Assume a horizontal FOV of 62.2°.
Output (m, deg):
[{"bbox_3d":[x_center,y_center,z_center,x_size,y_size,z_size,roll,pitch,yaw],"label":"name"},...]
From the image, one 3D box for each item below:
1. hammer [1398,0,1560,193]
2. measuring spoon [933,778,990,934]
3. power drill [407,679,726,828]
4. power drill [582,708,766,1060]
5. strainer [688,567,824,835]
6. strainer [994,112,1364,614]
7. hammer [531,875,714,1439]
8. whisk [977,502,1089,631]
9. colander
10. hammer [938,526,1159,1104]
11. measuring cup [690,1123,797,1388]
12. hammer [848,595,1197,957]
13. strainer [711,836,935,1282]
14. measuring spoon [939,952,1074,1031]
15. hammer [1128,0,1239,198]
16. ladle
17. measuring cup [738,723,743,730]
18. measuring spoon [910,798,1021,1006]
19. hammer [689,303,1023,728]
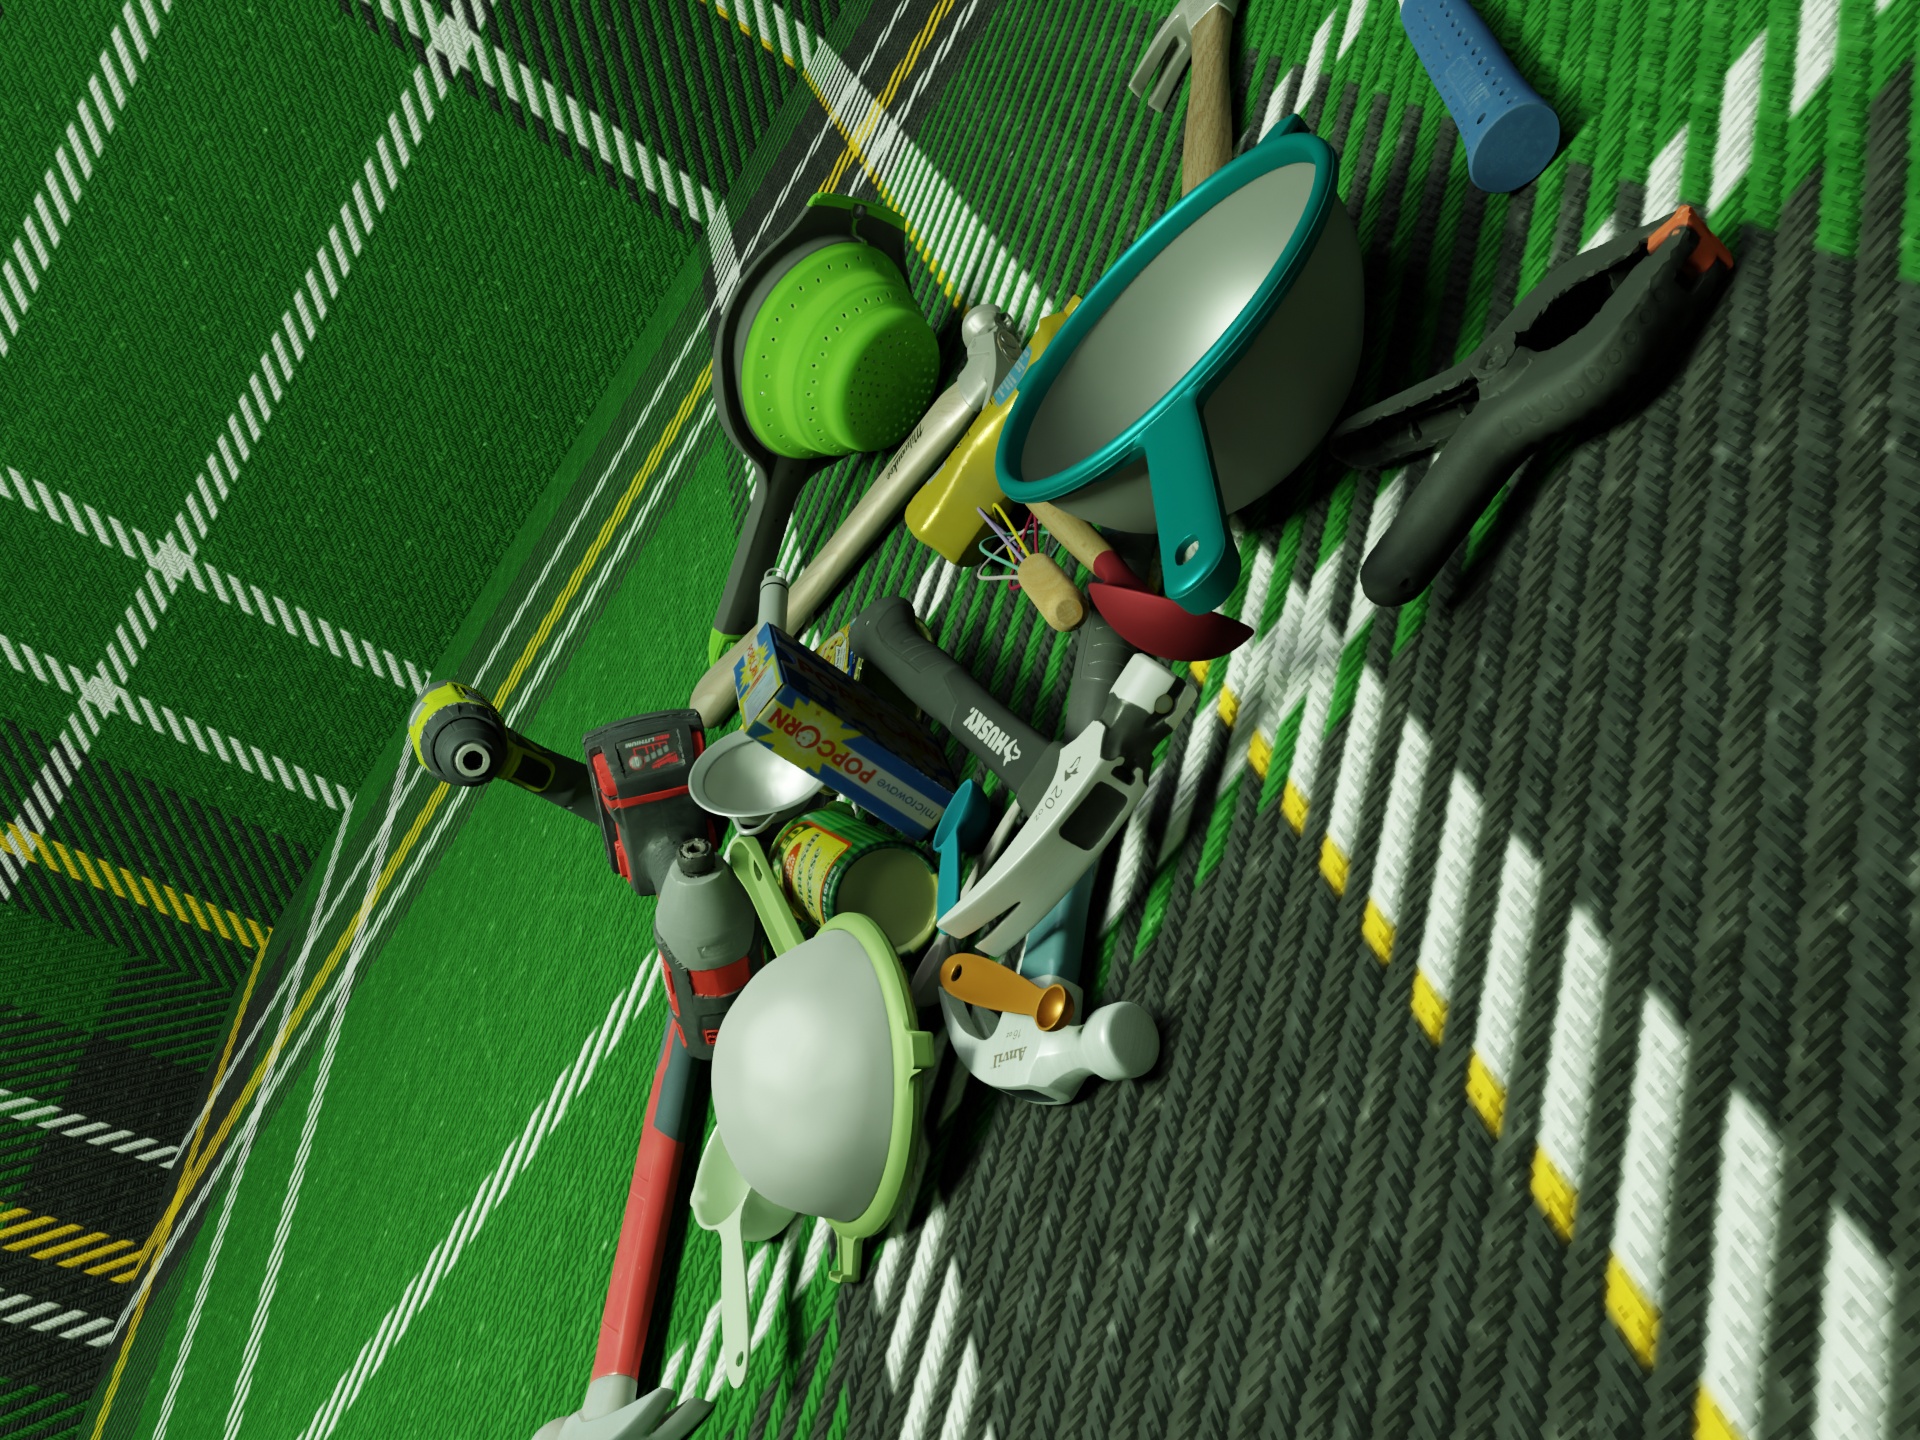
[{"bbox_3d":[0.243,-0.386,0.831,0.144,0.035,0.406,-45,29,33],"label":"hammer"},{"bbox_3d":[0.003,0.073,0.796,0.042,0.021,0.129,-58,12,23],"label":"measuring spoon"},{"bbox_3d":[-0.294,0.048,1.173,0.080,0.228,0.191,-62,24,-3],"label":"power drill"},{"bbox_3d":[-0.172,0.090,0.980,0.220,0.078,0.143,-124,26,-52],"label":"power drill"},{"bbox_3d":[-0.117,-0.011,0.979,0.259,0.087,0.050,-93,-4,-46],"label":"strainer"},{"bbox_3d":[0.117,-0.125,0.696,0.211,0.095,0.341,-41,25,27],"label":"strainer"},{"bbox_3d":[-0.170,0.243,0.952,0.143,0.038,0.387,-40,31,36],"label":"hammer"},{"bbox_3d":[0.041,-0.078,0.837,0.245,0.051,0.047,-109,26,-74],"label":"whisk"},{"bbox_3d":[-0.110,-0.201,1.251,0.095,0.204,0.397,34,114,32],"label":"colander"},{"bbox_3d":[0.061,0.021,0.748,0.128,0.033,0.331,-30,38,48],"label":"hammer"},{"bbox_3d":[-0.099,0.260,0.797,0.083,0.038,0.168,-49,28,24],"label":"measuring cup"},{"bbox_3d":[-0.001,-0.003,0.807,0.146,0.035,0.335,-57,25,4],"label":"hammer"},{"bbox_3d":[-0.096,0.137,0.783,0.257,0.069,0.151,55,135,50],"label":"strainer"},{"bbox_3d":[0.019,0.115,0.677,0.117,0.011,0.021,1,66,65],"label":"measuring spoon"},{"bbox_3d":[0.154,-0.378,1.001,0.130,0.031,0.332,-36,34,42],"label":"hammer"},{"bbox_3d":[0.063,-0.083,0.764,0.316,0.069,0.031,-118,48,-67],"label":"ladle"},{"bbox_3d":[-0.173,0.024,1.205,0.156,0.029,0.062,-14,51,56],"label":"measuring cup"},{"bbox_3d":[0.009,0.091,0.800,0.124,0.018,0.034,-61,8,-16],"label":"measuring spoon"},{"bbox_3d":[-0.088,-0.124,1.195,0.410,0.038,0.146,-46,29,31],"label":"hammer"}]
